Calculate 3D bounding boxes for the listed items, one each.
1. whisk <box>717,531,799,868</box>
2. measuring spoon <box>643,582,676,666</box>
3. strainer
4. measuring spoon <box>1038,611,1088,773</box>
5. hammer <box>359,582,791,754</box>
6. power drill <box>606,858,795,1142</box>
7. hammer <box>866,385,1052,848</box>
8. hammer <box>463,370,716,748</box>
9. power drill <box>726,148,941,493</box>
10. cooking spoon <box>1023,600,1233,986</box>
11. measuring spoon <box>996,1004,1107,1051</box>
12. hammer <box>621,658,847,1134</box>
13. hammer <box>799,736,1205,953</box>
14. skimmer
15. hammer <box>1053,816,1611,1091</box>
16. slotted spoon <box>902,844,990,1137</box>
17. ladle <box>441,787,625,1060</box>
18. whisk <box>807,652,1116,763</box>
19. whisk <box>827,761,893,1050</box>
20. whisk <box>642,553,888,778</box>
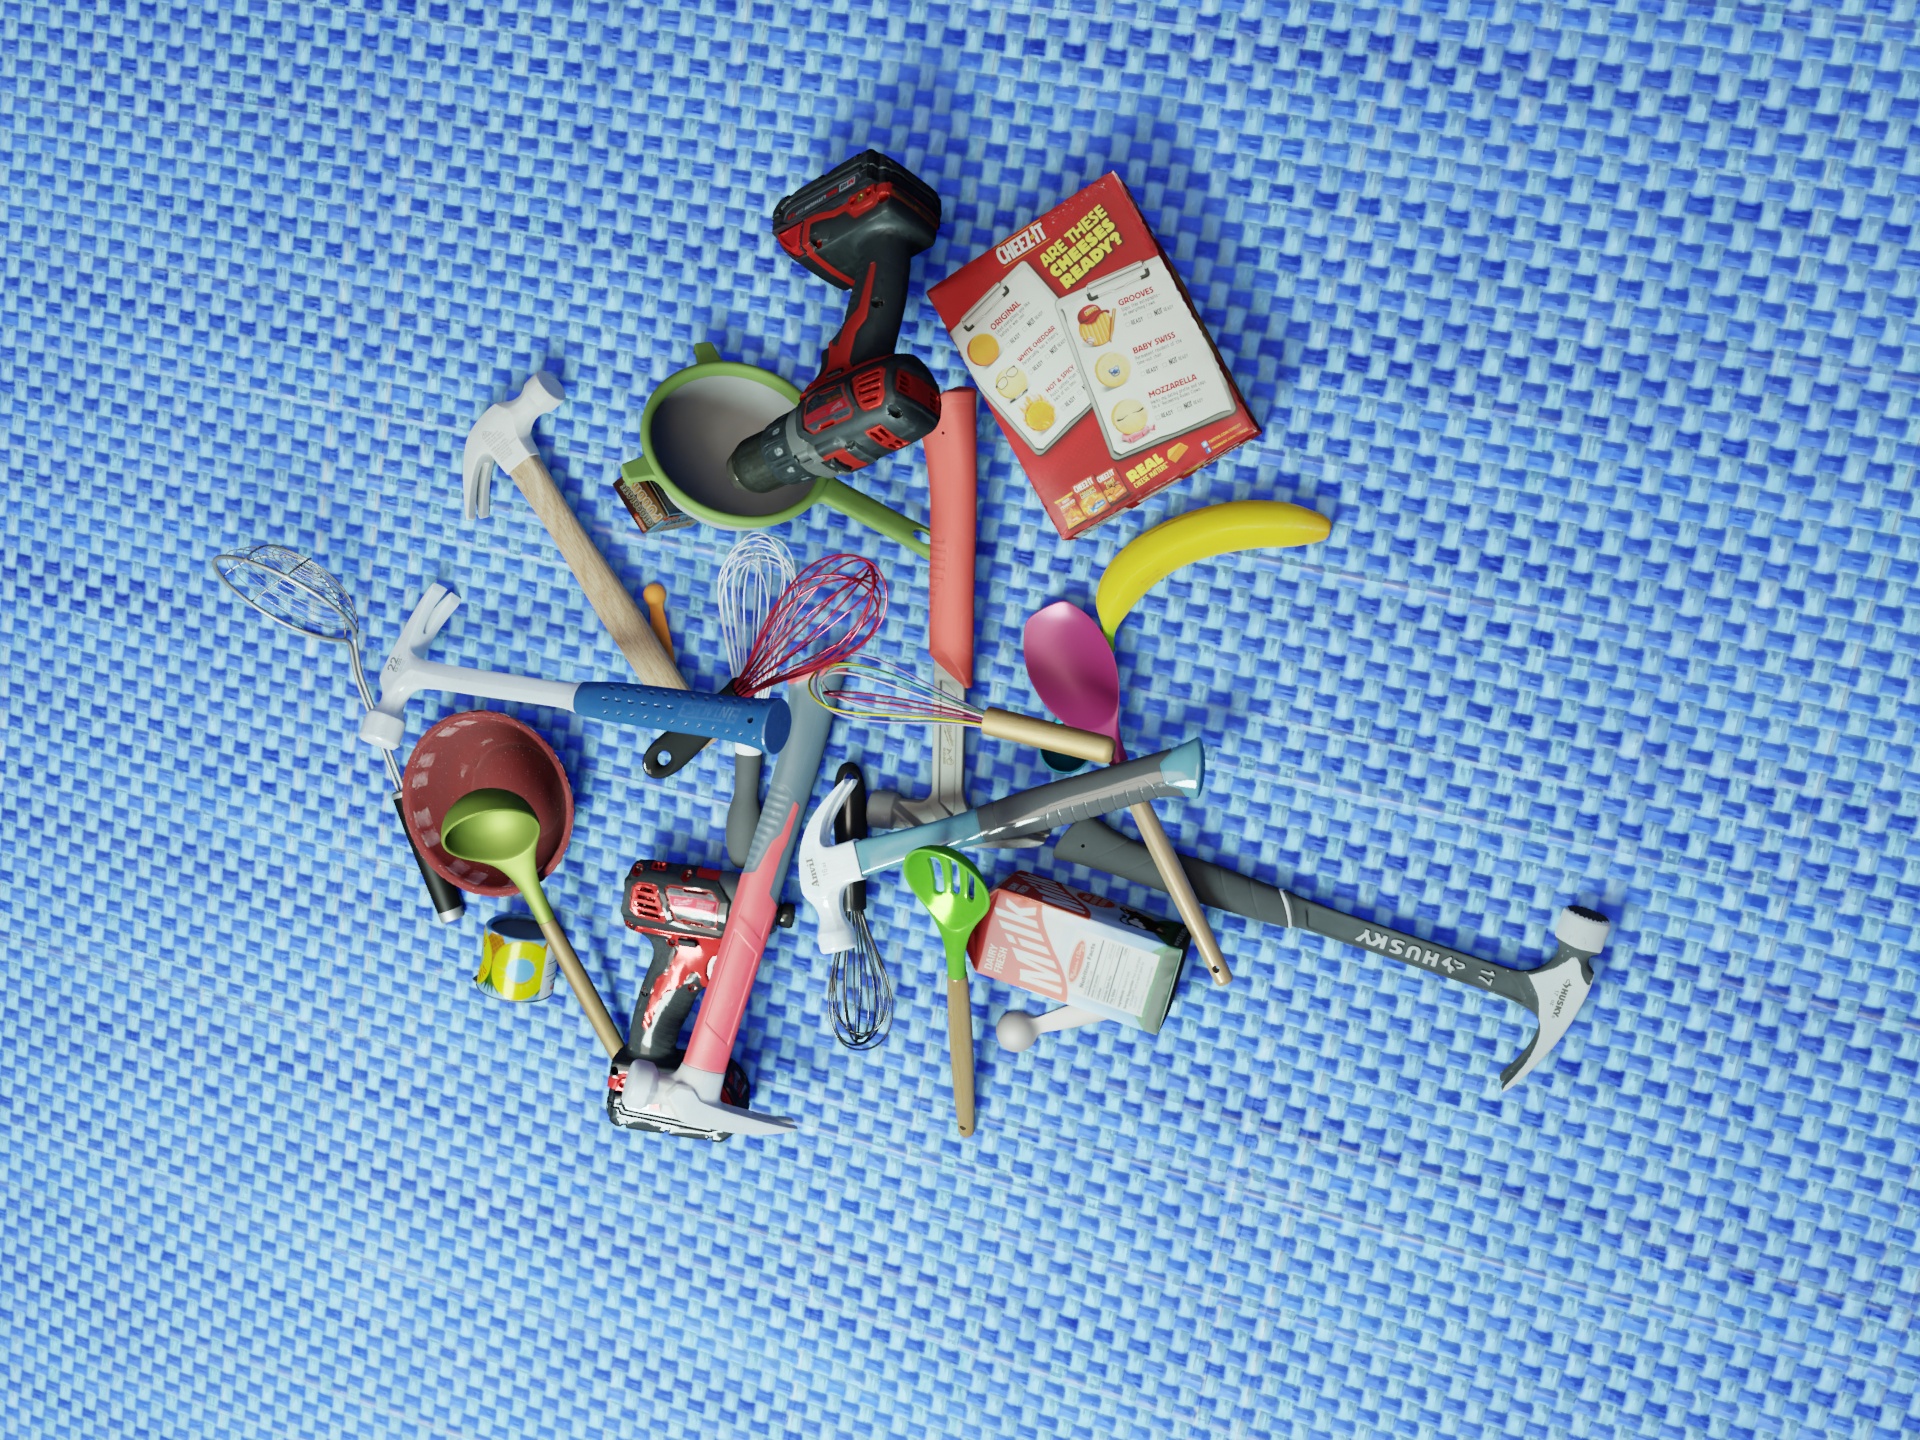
[{"bbox_3d":[-0.170,-0.012,1.298,0.070,0.070,0.284,9,106,13],"label":"whisk"},{"bbox_3d":[-0.251,-0.057,1.333,0.021,0.011,0.117,-4,97,15],"label":"measuring spoon"},{"bbox_3d":[-0.133,-0.180,1.258,0.256,0.152,0.069,27,149,-8],"label":"strainer"},{"bbox_3d":[0.087,-0.022,1.251,0.042,0.021,0.128,5,91,12],"label":"measuring spoon"},{"bbox_3d":[-0.309,-0.025,1.264,0.406,0.035,0.144,8,73,28],"label":"hammer"},{"bbox_3d":[-0.219,0.231,1.334,0.143,0.078,0.219,8,96,2],"label":"power drill"},{"bbox_3d":[0.002,-0.074,1.228,0.149,0.037,0.359,6,108,14],"label":"hammer"},{"bbox_3d":[-0.302,-0.116,1.317,0.130,0.031,0.331,-33,88,22],"label":"hammer"},{"bbox_3d":[-0.095,-0.280,1.168,0.188,0.080,0.227,-15,65,38],"label":"power drill"},{"bbox_3d":[0.133,0.056,1.219,0.069,0.017,0.319,-27,84,19],"label":"cooking spoon"},{"bbox_3d":[0.085,0.242,1.288,0.124,0.018,0.034,-19,93,16],"label":"measuring spoon"},{"bbox_3d":[-0.147,0.140,1.283,0.143,0.038,0.386,18,89,-16],"label":"hammer"},{"bbox_3d":[0.030,0.078,1.217,0.331,0.033,0.128,-17,83,14],"label":"hammer"},{"bbox_3d":[-0.533,0.017,1.378,0.127,0.090,0.363,-11,101,52],"label":"skimmer"},{"bbox_3d":[0.268,0.155,1.219,0.409,0.036,0.149,17,104,12],"label":"hammer"},{"bbox_3d":[-0.003,0.216,1.241,0.070,0.031,0.313,13,128,22],"label":"slotted spoon"},{"bbox_3d":[-0.337,0.194,1.332,0.078,0.062,0.320,-21,111,3],"label":"ladle"},{"bbox_3d":[-0.003,-0.002,1.203,0.245,0.047,0.051,14,109,15],"label":"whisk"},{"bbox_3d":[-0.085,0.153,1.307,0.055,0.055,0.239,-1,94,15],"label":"whisk"},{"bbox_3d":[-0.157,-0.035,1.230,0.296,0.073,0.073,-38,88,32],"label":"whisk"}]
